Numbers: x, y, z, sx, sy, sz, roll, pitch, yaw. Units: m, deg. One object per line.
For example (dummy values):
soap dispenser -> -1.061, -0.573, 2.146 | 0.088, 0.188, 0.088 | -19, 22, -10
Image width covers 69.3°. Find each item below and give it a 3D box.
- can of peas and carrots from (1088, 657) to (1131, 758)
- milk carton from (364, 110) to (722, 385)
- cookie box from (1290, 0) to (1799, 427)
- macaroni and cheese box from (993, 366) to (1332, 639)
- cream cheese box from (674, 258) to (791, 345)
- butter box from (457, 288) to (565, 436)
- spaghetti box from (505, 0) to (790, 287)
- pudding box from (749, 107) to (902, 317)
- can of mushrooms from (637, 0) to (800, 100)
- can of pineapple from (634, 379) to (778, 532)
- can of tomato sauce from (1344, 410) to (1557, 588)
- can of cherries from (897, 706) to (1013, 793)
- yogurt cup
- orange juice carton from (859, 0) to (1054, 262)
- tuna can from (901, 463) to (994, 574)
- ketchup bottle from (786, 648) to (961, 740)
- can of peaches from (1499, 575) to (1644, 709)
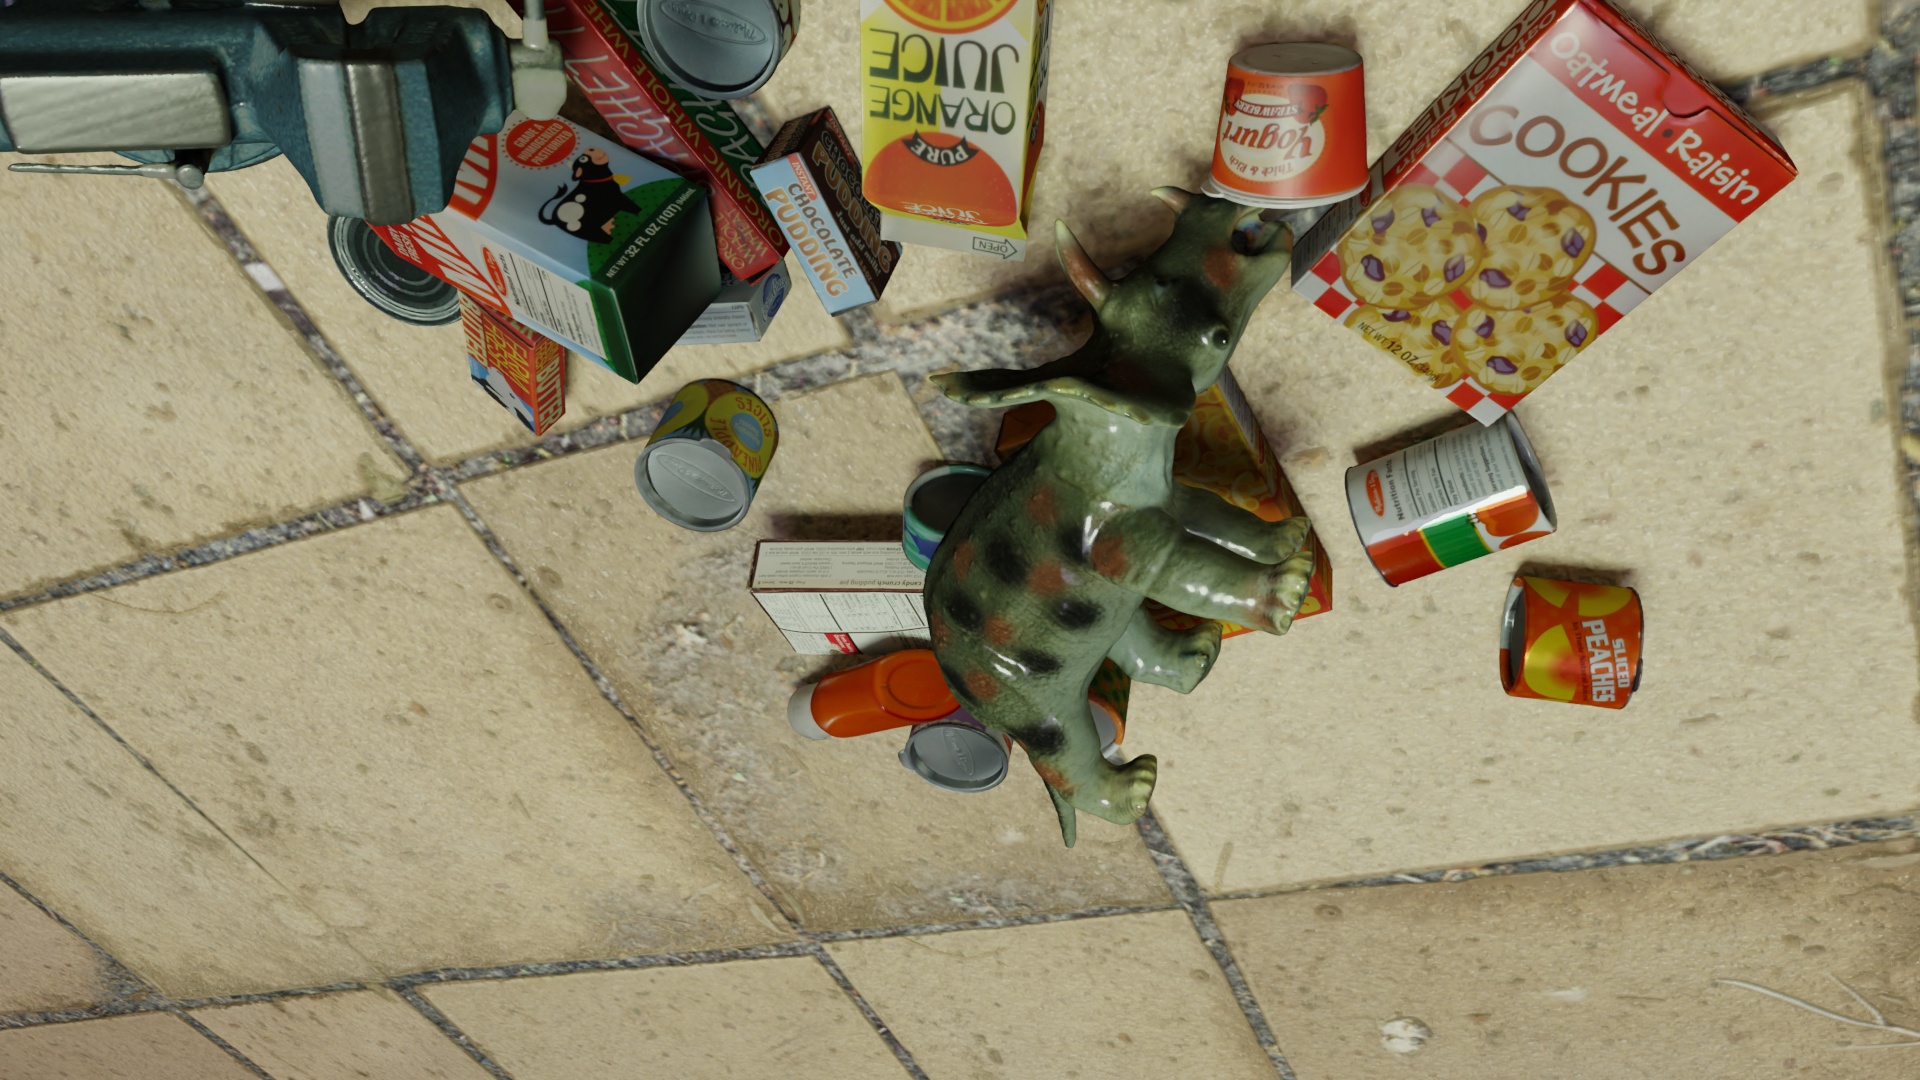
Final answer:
can of peas and carrots -> 0.069, 0.092, 0.846 | 0.071, 0.059, 0.070 | 7, 132, 8
milk carton -> -0.213, -0.159, 0.657 | 0.191, 0.072, 0.073 | 28, 153, 12
cookie box -> 0.247, -0.141, 0.607 | 0.123, 0.040, 0.166 | 32, 131, -14
macaroni and cheese box -> 0.113, -0.016, 0.752 | 0.123, 0.040, 0.166 | -18, 123, 27
cream cheese box -> -0.145, -0.122, 0.715 | 0.104, 0.054, 0.024 | 0, 129, 15
butter box -> -0.239, -0.101, 0.745 | 0.053, 0.024, 0.103 | 40, 153, 4
spaghetti box -> -0.159, -0.226, 0.630 | 0.028, 0.050, 0.249 | -22, 122, 31
pudding box -> -0.063, -0.157, 0.666 | 0.030, 0.050, 0.083 | -11, 126, 25
can of mushrooms -> -0.106, -0.236, 0.618 | 0.071, 0.034, 0.070 | 8, 132, 9
can of pineapple -> -0.139, -0.048, 0.776 | 0.071, 0.058, 0.070 | 7, 132, 8
can of tomato sauce -> 0.246, -0.020, 0.698 | 0.083, 0.071, 0.071 | -23, 122, 29
can of cherries -> 0.000, 0.118, 0.887 | 0.071, 0.059, 0.071 | 7, 133, 8
yogurt cup -> 0.140, -0.177, 0.588 | 0.072, 0.073, 0.053 | 3, 123, 12
orange juice carton -> -0.001, -0.207, 0.590 | 0.072, 0.073, 0.191 | 9, 133, 7
tuna can -> 0.003, -0.010, 0.767 | 0.071, 0.071, 0.032 | 8, 132, 7
ketchup bottle -> -0.061, 0.100, 0.866 | 0.065, 0.043, 0.148 | 3, 166, -32
can of peaches -> 0.324, 0.055, 0.740 | 0.058, 0.071, 0.070 | 7, 132, 10
